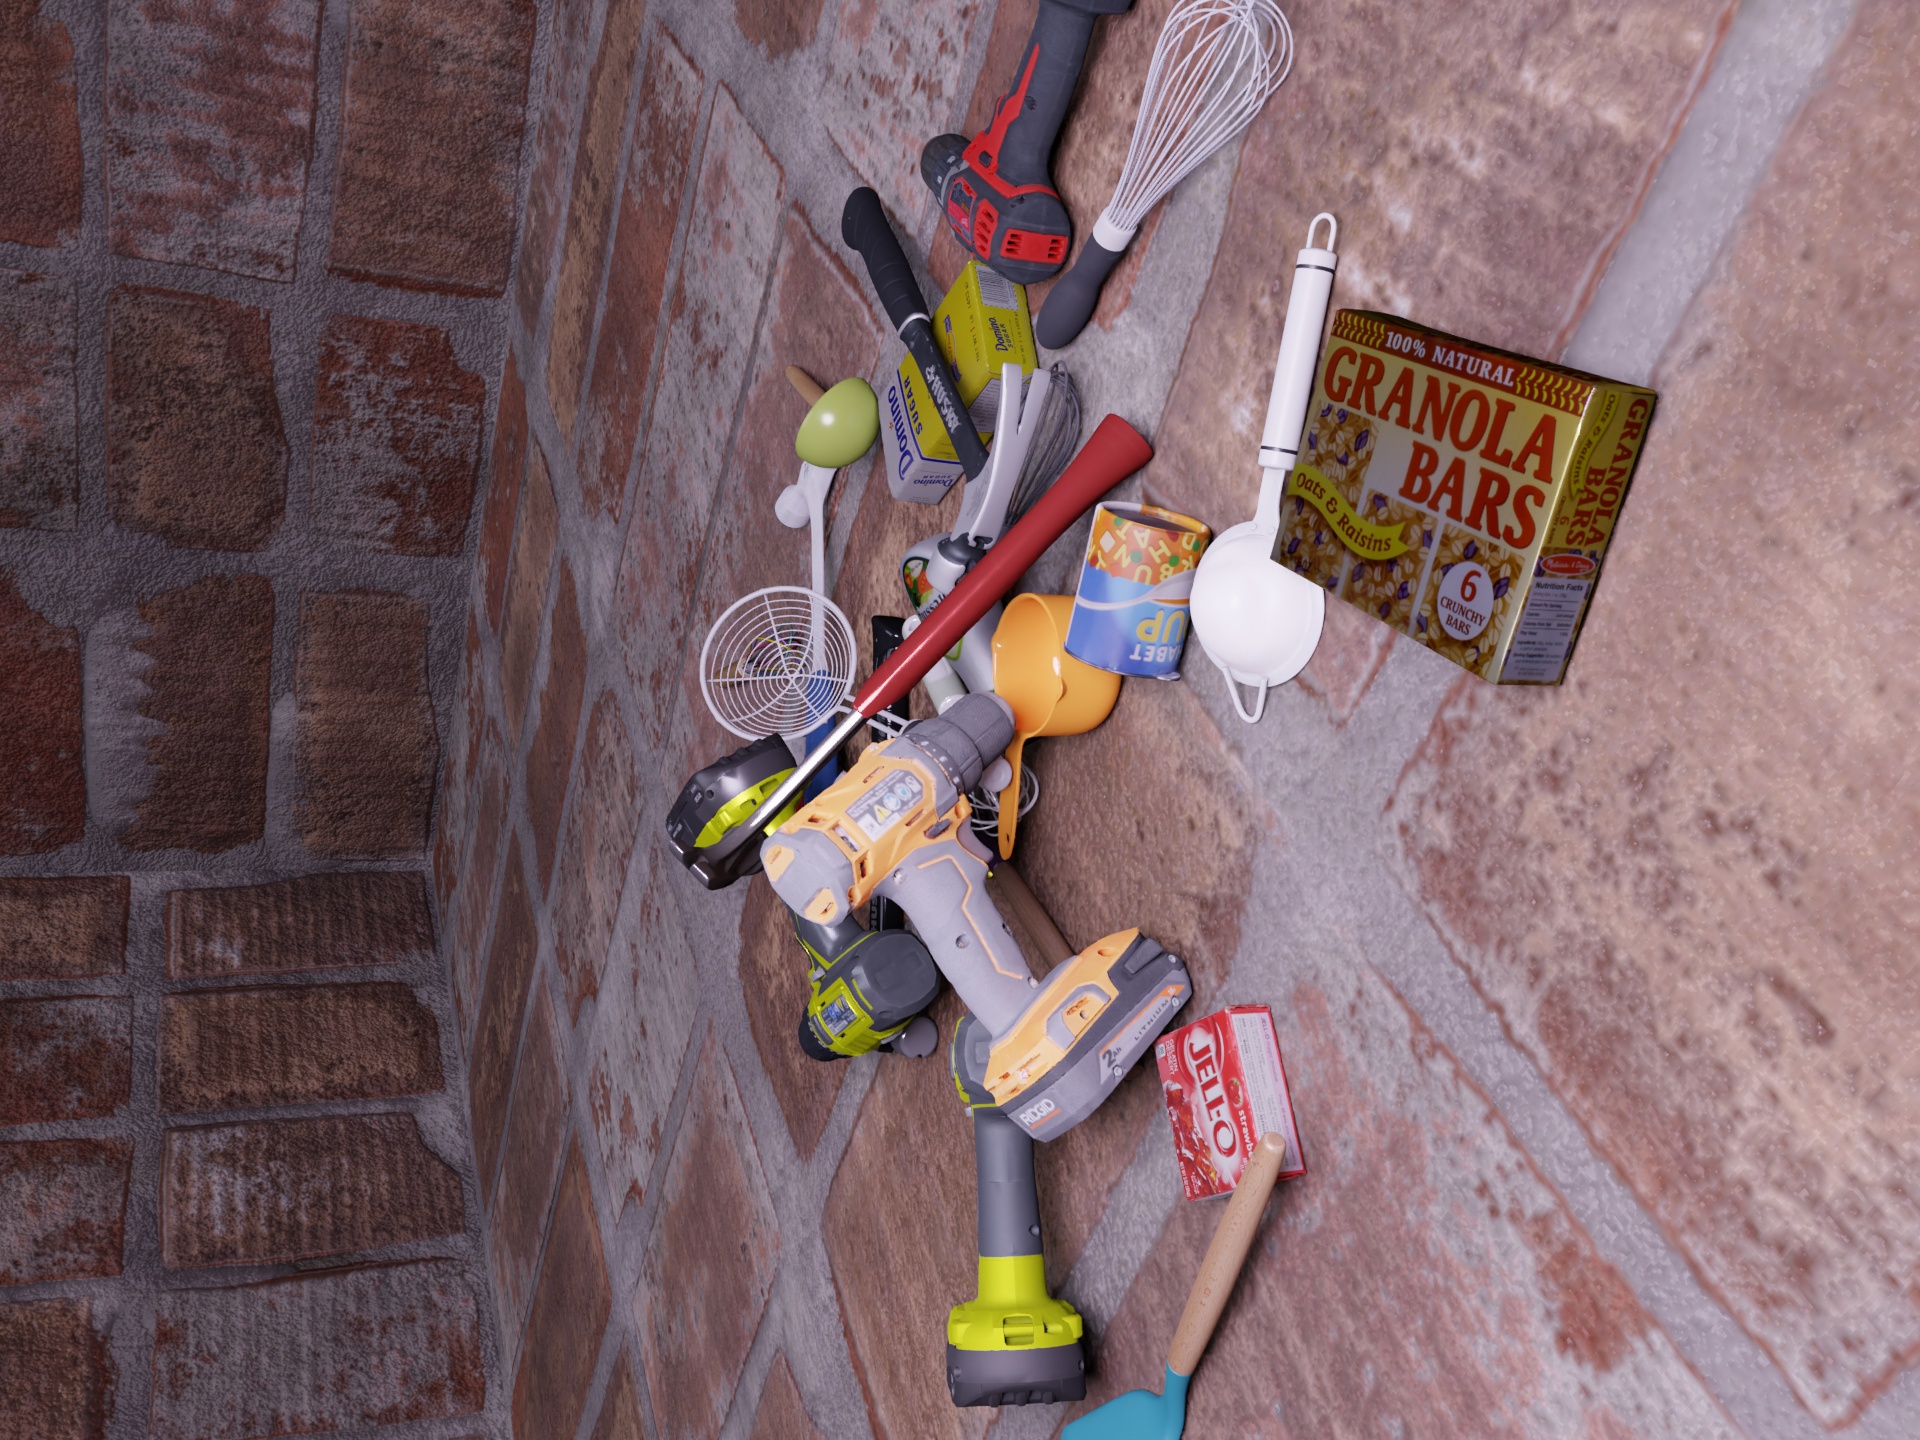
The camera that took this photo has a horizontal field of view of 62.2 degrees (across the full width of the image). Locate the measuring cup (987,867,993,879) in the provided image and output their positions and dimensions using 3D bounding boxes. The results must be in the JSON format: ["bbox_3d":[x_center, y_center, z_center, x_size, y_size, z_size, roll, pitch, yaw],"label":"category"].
[{"bbox_3d":[-0.033,0.078,1.147,0.157,0.029,0.062,28,104,45],"label":"measuring cup"}]

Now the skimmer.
[{"bbox_3d":[-0.081,-0.017,1.117,0.127,0.090,0.363,-56,29,-6],"label":"skimmer"}]

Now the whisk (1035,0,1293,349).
[{"bbox_3d":[0.102,-0.304,0.911,0.284,0.070,0.070,128,137,-57],"label":"whisk"}]

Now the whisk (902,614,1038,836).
[{"bbox_3d":[-0.002,-0.004,1.113,0.059,0.058,0.247,63,-179,-40],"label":"whisk"}]

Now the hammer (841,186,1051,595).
[{"bbox_3d":[-0.027,-0.264,1.087,0.409,0.036,0.149,-110,35,-45],"label":"hammer"}]

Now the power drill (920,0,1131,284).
[{"bbox_3d":[0.035,-0.418,1.034,0.188,0.080,0.226,-120,37,-48],"label":"power drill"}]

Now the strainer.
[{"bbox_3d":[0.156,-0.125,0.804,0.087,0.050,0.258,19,103,47],"label":"strainer"}]

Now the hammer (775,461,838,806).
[{"bbox_3d":[-0.115,-0.048,1.309,0.144,0.035,0.406,136,137,-54],"label":"hammer"}]

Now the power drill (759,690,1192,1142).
[{"bbox_3d":[0.023,0.098,0.900,0.226,0.185,0.084,45,142,5],"label":"power drill"}]

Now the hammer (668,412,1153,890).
[{"bbox_3d":[-0.024,-0.040,0.920,0.359,0.037,0.149,-46,-5,-1],"label":"hammer"}]

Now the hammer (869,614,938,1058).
[{"bbox_3d":[-0.059,0.085,1.237,0.146,0.035,0.335,-2,86,63],"label":"hammer"}]

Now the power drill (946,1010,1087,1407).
[{"bbox_3d":[0.027,0.291,0.976,0.171,0.080,0.223,97,171,-75],"label":"power drill"}]

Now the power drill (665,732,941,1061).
[{"bbox_3d":[-0.119,0.141,1.161,0.228,0.080,0.190,56,148,9],"label":"power drill"}]

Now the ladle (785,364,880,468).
[{"bbox_3d":[-0.125,-0.274,1.338,0.078,0.062,0.320,-50,25,8],"label":"ladle"}]

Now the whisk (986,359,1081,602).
[{"bbox_3d":[0.032,-0.131,1.056,0.055,0.055,0.238,-115,32,-43],"label":"whisk"}]

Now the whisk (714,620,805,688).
[{"bbox_3d":[-0.201,-0.057,1.528,0.245,0.047,0.051,167,102,-67],"label":"whisk"}]

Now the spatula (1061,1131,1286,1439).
[{"bbox_3d":[0.113,0.325,0.836,0.082,0.044,0.317,-108,24,-52],"label":"spatula"}]

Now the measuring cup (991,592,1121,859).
[{"bbox_3d":[0.057,0.006,0.988,0.095,0.052,0.173,-140,52,-57],"label":"measuring cup"}]

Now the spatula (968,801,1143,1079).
[{"bbox_3d":[0.039,0.115,1.038,0.059,0.018,0.316,57,179,-44],"label":"spatula"}]
